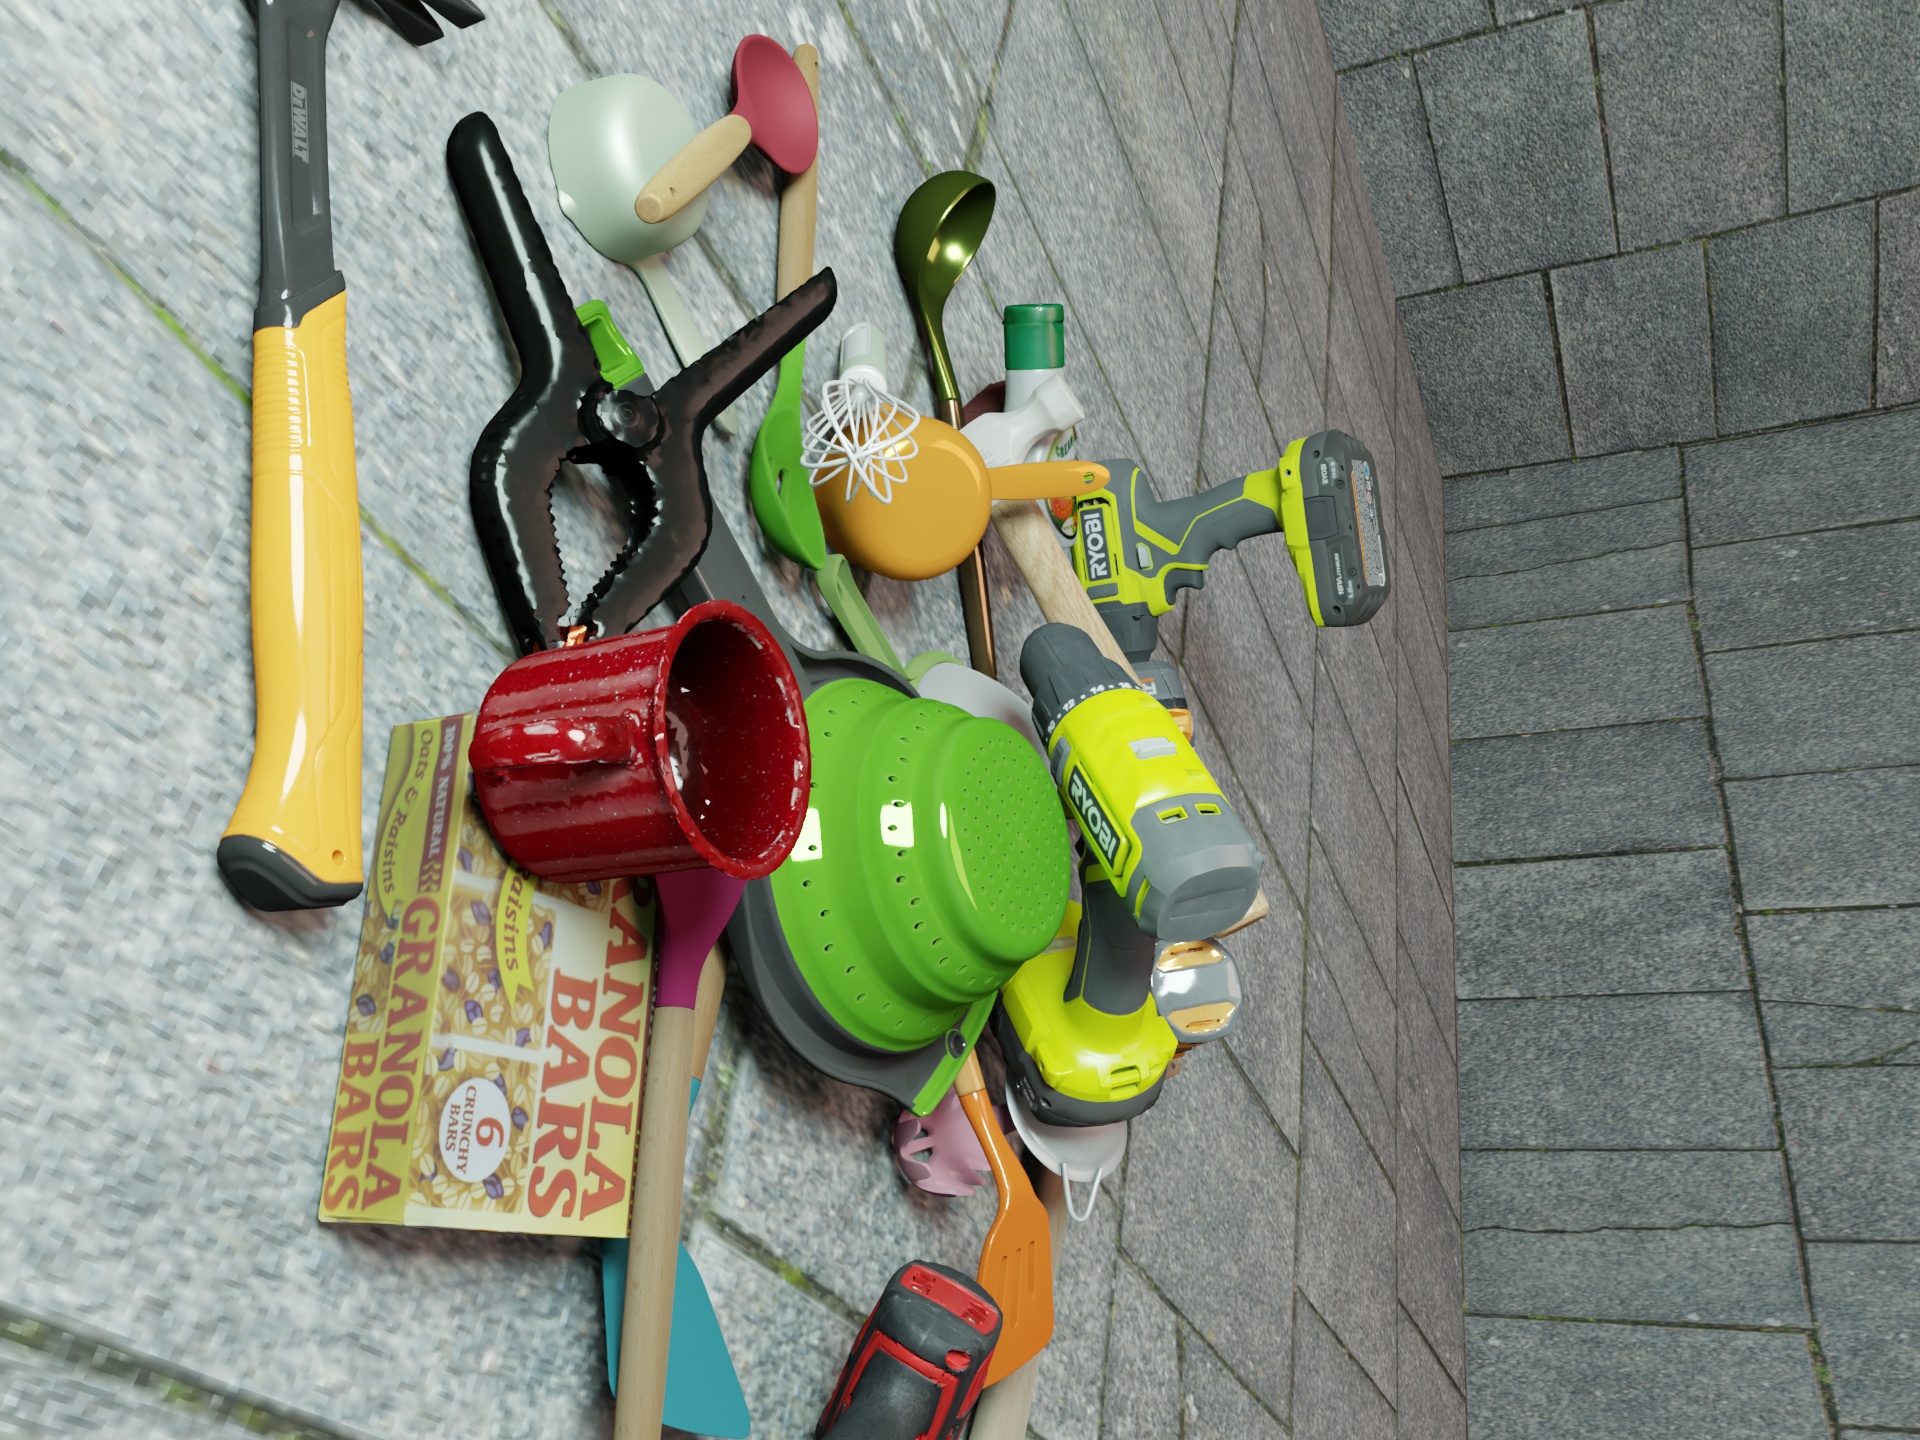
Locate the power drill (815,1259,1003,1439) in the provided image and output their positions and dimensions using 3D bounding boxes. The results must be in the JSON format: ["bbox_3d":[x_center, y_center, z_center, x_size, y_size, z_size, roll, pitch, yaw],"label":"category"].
[{"bbox_3d":[-0.057,0.327,0.638,0.143,0.078,0.219,-67,166,17],"label":"power drill"}]

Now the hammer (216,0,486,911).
[{"bbox_3d":[-0.206,-0.108,0.512,0.127,0.034,0.337,12,73,-63],"label":"hammer"}]

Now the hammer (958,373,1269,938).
[{"bbox_3d":[0.077,-0.029,0.902,0.331,0.130,0.031,63,14,15],"label":"hammer"}]

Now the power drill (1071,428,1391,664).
[{"bbox_3d":[0.187,-0.116,1.152,0.080,0.223,0.171,-11,94,-58],"label":"power drill"}]

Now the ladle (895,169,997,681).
[{"bbox_3d":[0.008,-0.172,0.979,0.078,0.062,0.320,-26,110,-67],"label":"ladle"}]

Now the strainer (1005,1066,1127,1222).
[{"bbox_3d":[0.052,0.161,0.929,0.086,0.050,0.259,19,39,-32],"label":"strainer"}]

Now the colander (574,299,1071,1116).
[{"bbox_3d":[-0.047,-0.009,0.702,0.396,0.094,0.204,64,33,-20],"label":"colander"}]

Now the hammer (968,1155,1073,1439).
[{"bbox_3d":[0.045,0.335,0.944,0.411,0.038,0.146,-72,147,-44],"label":"hammer"}]

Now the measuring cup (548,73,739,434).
[{"bbox_3d":[-0.124,-0.205,0.712,0.167,0.038,0.083,66,29,-29],"label":"measuring cup"}]

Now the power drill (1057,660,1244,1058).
[{"bbox_3d":[0.105,0.096,0.983,0.185,0.084,0.226,112,-32,-72],"label":"power drill"}]

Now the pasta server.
[{"bbox_3d":[0.058,0.226,0.939,0.316,0.040,0.060,3,69,-54],"label":"pasta server"}]

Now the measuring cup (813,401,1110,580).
[{"bbox_3d":[0.012,-0.121,0.845,0.052,0.173,0.095,-146,-128,-63],"label":"measuring cup"}]

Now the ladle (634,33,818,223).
[{"bbox_3d":[-0.102,-0.254,0.698,0.316,0.031,0.069,-84,152,-62],"label":"ladle"}]

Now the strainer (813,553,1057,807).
[{"bbox_3d":[-0.001,-0.003,0.891,0.256,0.069,0.152,60,33,-43],"label":"strainer"}]

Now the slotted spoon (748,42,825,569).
[{"bbox_3d":[-0.085,-0.221,0.820,0.070,0.031,0.314,49,38,-64],"label":"slotted spoon"}]

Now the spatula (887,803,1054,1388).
[{"bbox_3d":[-0.009,0.170,0.816,0.081,0.041,0.323,-2,70,-56],"label":"spatula"}]

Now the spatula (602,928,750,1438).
[{"bbox_3d":[-0.102,0.125,0.667,0.082,0.044,0.318,44,44,-46],"label":"spatula"}]

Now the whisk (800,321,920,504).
[{"bbox_3d":[-0.049,-0.162,0.784,0.059,0.058,0.247,58,11,-24],"label":"whisk"}]

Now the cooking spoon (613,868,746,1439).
[{"bbox_3d":[-0.108,0.132,0.583,0.068,0.017,0.319,29,56,-52],"label":"cooking spoon"}]

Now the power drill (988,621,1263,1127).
[{"bbox_3d":[0.067,0.080,0.819,0.191,0.080,0.228,-118,-152,-43],"label":"power drill"}]
